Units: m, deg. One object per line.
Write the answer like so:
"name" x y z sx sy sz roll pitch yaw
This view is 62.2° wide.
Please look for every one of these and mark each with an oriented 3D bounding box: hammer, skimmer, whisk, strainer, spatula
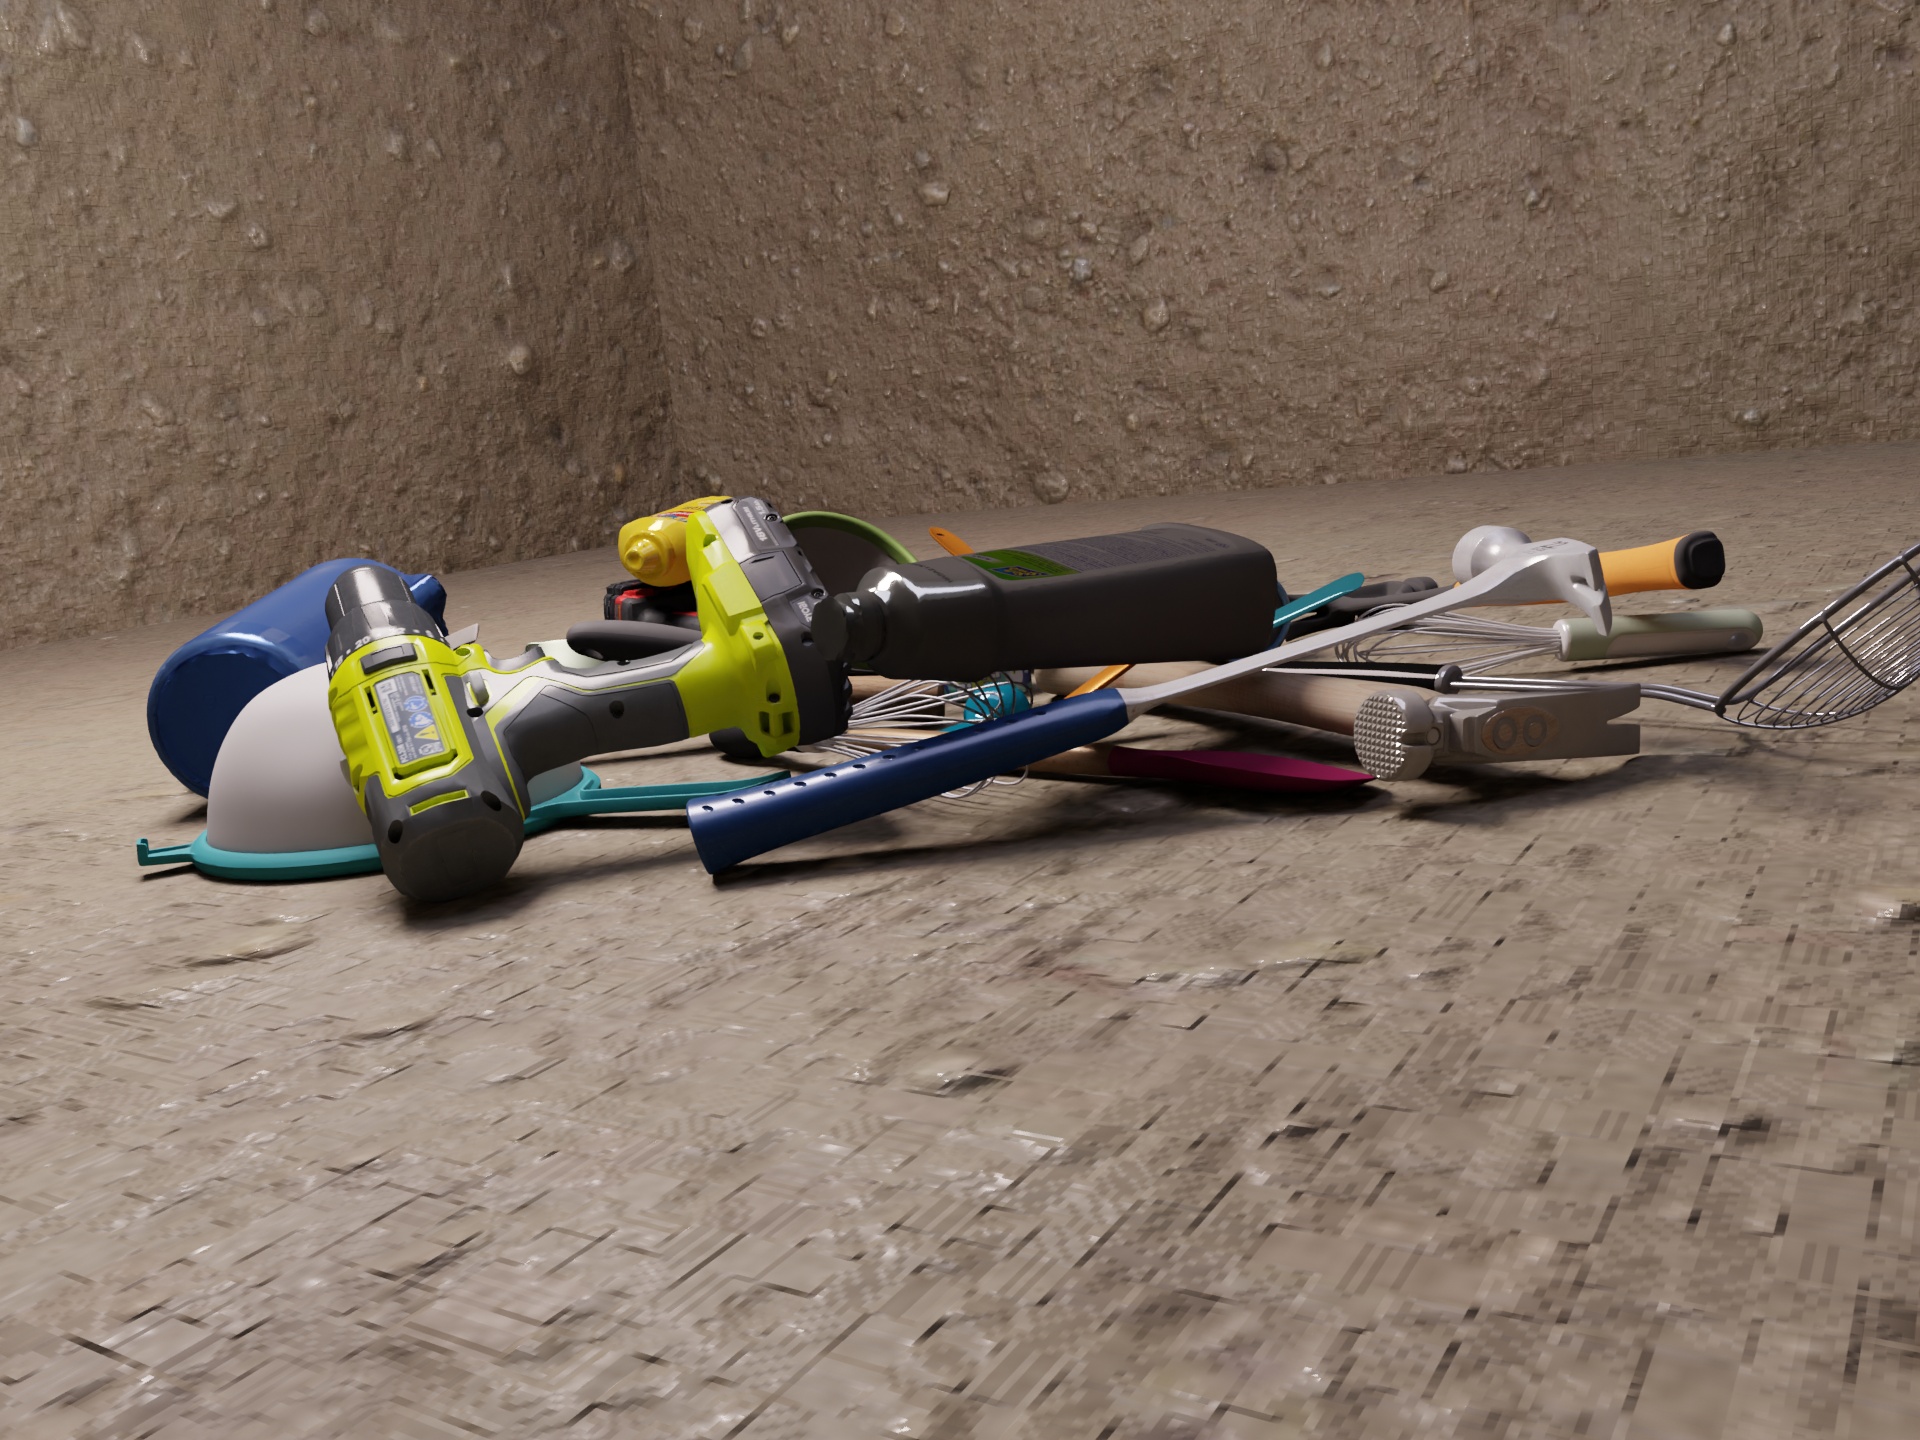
"hammer" -0.175 -0.015 0.975 0.331 0.031 0.130 0 -26 2
"skimmer" 0.298 -0.047 0.795 0.127 0.090 0.363 -16 13 -42
"whisk" -0.061 0.007 0.848 0.070 0.070 0.285 -14 8 -37
"hammer" 0.339 -0.084 1.012 0.127 0.034 0.337 -9 3 -19
"hammer" 0.162 -0.015 0.856 0.146 0.038 0.411 -3 7 -24
"whisk" -0.130 -0.040 1.011 0.238 0.055 0.055 6 5 -22
"hammer" 0.081 -0.009 0.688 0.405 0.035 0.144 -18 11 -2
"strainer" -0.051 -0.082 1.232 0.256 0.152 0.069 1 -38 -32
"whisk" 0.340 -0.045 0.921 0.246 0.057 0.059 -3 45 1
"spatula" 0.084 -0.067 0.978 0.317 0.044 0.082 2 12 14
"strainer" -0.246 0.008 0.829 0.340 0.095 0.211 -4 11 21

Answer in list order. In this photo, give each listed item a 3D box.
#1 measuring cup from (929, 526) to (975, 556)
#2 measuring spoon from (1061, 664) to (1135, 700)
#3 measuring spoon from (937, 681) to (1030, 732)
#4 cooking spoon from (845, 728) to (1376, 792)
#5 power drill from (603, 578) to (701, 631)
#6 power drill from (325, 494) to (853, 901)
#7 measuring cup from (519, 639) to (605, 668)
"measuring cup" 0.008 -0.093 1.199 0.095 0.052 0.174 -1 28 -25
"measuring spoon" 0.059 -0.014 0.869 0.117 0.011 0.021 -34 15 -11
"measuring spoon" -0.001 -0.003 0.938 0.042 0.021 0.128 1 13 33
"cooking spoon" 0.057 0.019 0.792 0.319 0.017 0.068 4 4 42
"power drill" -0.188 -0.078 1.319 0.143 0.078 0.220 -15 16 -39
"power drill" -0.184 -0.029 0.760 0.228 0.080 0.191 -19 51 -18
"measuring cup" -0.294 -0.003 1.072 0.167 0.038 0.083 -22 -36 27
